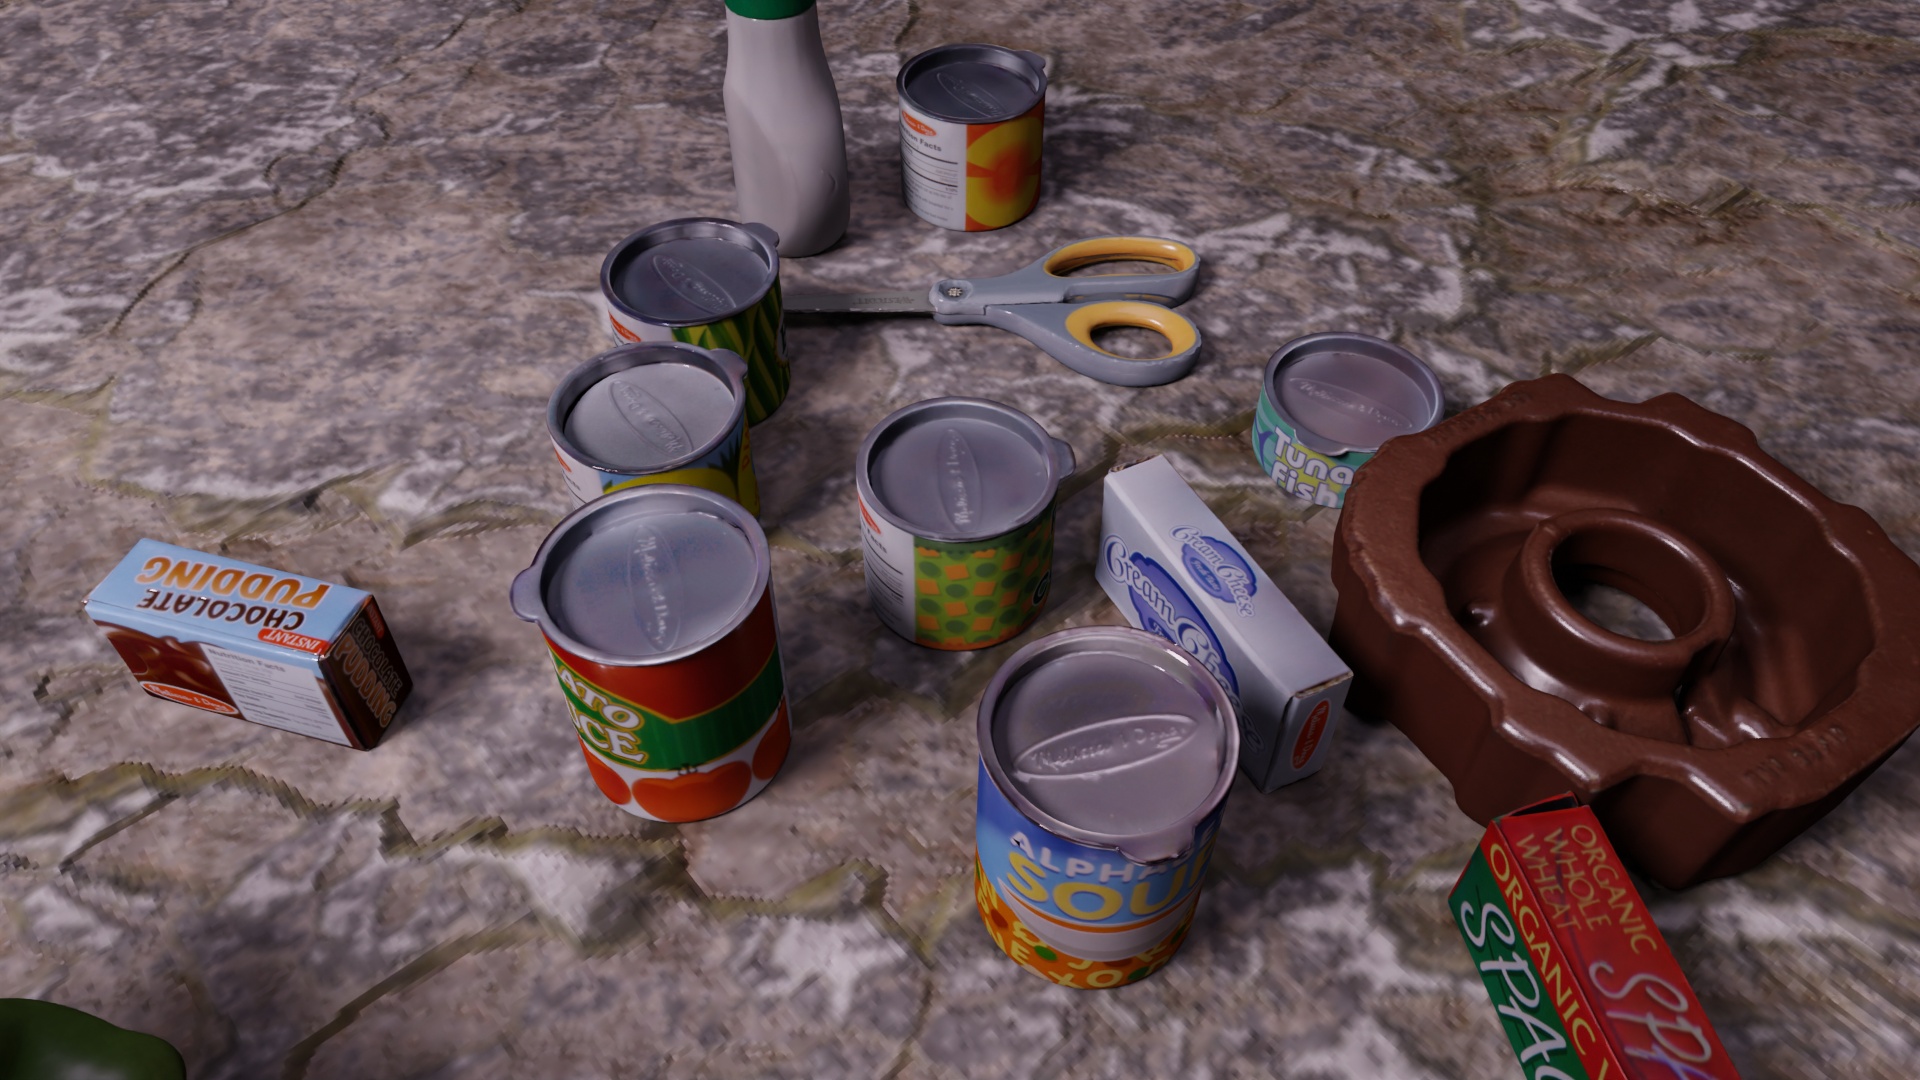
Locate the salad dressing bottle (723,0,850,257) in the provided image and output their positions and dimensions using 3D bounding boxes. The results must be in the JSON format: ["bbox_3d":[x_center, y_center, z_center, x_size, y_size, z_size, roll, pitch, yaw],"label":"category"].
[{"bbox_3d":[-0.074,-0.189,0.573,0.044,0.146,0.064,-26,53,-22],"label":"salad dressing bottle"}]

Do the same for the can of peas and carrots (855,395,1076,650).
[{"bbox_3d":[0.002,-0.006,0.467,0.071,0.058,0.071,0,48,0],"label":"can of peas and carrots"}]

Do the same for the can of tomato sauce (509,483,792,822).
[{"bbox_3d":[-0.088,0.036,0.412,0.071,0.082,0.071,0,48,0],"label":"can of tomato sauce"}]

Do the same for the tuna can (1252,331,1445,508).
[{"bbox_3d":[0.143,-0.044,0.520,0.071,0.032,0.071,0,48,0],"label":"tuna can"}]

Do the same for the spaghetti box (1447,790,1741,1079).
[{"bbox_3d":[0.176,0.176,0.309,0.029,0.049,0.251,-7,48,-7],"label":"spaghetti box"}]

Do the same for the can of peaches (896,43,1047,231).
[{"bbox_3d":[0.007,-0.183,0.628,0.071,0.057,0.071,0,48,0],"label":"can of peaches"}]

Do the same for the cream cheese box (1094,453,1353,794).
[{"bbox_3d":[0.080,0.025,0.443,0.024,0.053,0.104,-21,51,-18],"label":"cream cheese box"}]

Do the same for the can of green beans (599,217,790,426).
[{"bbox_3d":[-0.100,-0.082,0.536,0.071,0.057,0.071,0,48,0],"label":"can of green beans"}]

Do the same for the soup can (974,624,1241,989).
[{"bbox_3d":[0.037,0.076,0.376,0.071,0.083,0.072,0,48,0],"label":"soup can"}]

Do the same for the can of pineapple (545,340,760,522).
[{"bbox_3d":[-0.104,-0.028,0.487,0.071,0.057,0.071,0,48,0],"label":"can of pineapple"}]

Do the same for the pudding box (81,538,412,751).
[{"bbox_3d":[-0.222,0.033,0.436,0.084,0.049,0.030,12,49,10],"label":"pudding box"}]
